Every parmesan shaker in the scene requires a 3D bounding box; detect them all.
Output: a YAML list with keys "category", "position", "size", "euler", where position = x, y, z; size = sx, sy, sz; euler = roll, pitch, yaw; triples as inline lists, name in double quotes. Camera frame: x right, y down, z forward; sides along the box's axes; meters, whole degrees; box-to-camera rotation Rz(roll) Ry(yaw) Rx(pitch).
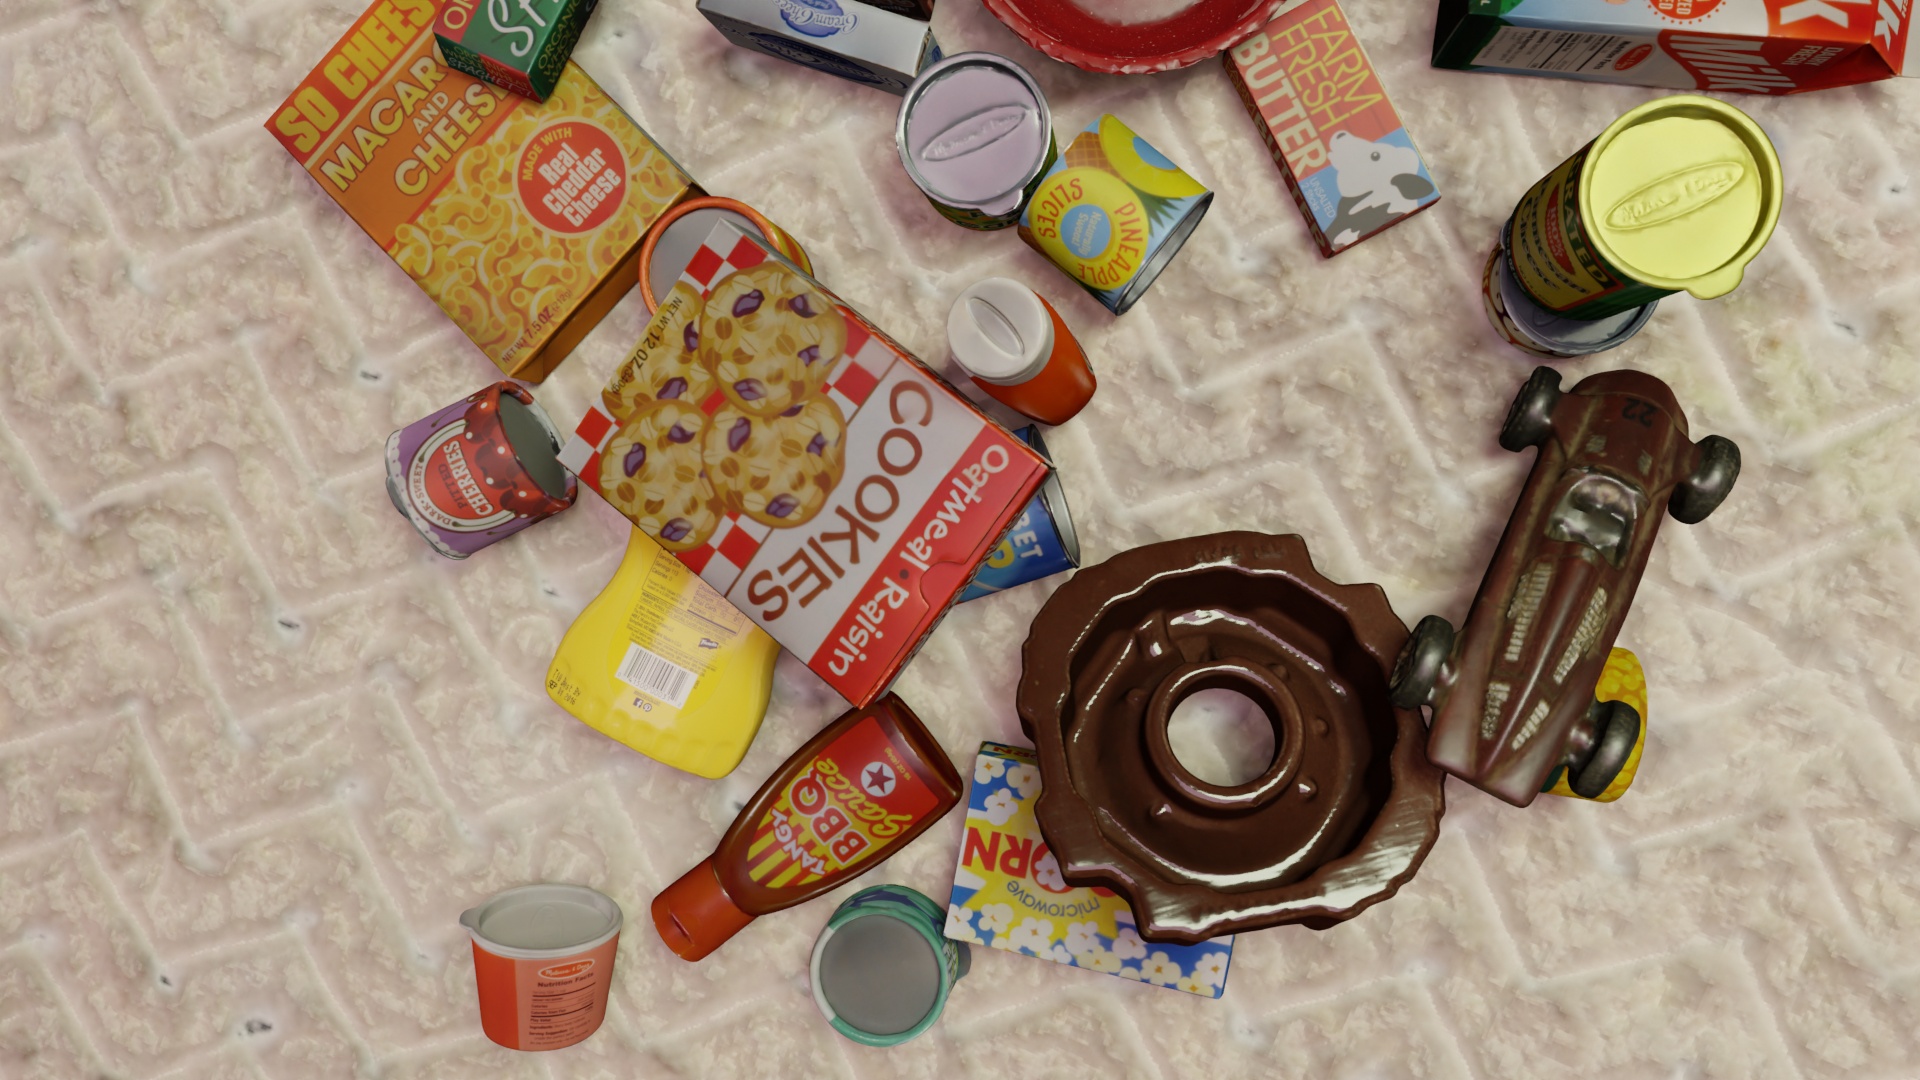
- category: "parmesan shaker"
  position: [0.252, -0.118, 0.523]
  size: [0.071, 0.103, 0.071]
  euler: [0, 92, 7]

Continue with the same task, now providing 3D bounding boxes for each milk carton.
- category: "milk carton"
  position: [0.300, -0.230, 0.565]
  size: [0.191, 0.073, 0.072]
  euler: [8, 92, 6]

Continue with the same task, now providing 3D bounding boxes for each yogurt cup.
- category: "yogurt cup"
  position: [-0.191, 0.197, 0.641]
  size: [0.072, 0.072, 0.053]
  euler: [6, 101, 7]

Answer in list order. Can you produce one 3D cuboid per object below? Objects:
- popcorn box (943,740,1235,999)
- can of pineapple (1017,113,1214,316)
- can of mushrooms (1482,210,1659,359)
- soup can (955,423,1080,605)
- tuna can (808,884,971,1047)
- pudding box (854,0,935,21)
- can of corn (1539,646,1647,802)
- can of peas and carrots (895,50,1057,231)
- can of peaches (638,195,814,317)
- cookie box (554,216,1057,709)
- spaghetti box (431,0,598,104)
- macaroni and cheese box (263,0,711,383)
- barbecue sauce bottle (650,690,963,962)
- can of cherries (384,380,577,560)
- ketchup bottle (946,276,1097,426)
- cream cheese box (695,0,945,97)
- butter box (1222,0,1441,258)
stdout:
- category: "popcorn box"
  position: [0.062, 0.145, 0.620]
  size: [0.127, 0.038, 0.085]
  euler: [11, 92, 7]
- category: "can of pineapple"
  position: [0.066, -0.139, 0.598]
  size: [0.058, 0.071, 0.071]
  euler: [39, 96, 5]
- category: "can of mushrooms"
  position: [0.258, -0.113, 0.593]
  size: [0.071, 0.033, 0.071]
  euler: [0, 92, 7]
- category: "soup can"
  position: [0.002, -0.008, 0.606]
  size: [0.084, 0.071, 0.071]
  euler: [-18, 89, 10]
- category: "tuna can"
  position: [-0.032, 0.194, 0.636]
  size: [0.071, 0.033, 0.071]
  euler: [0, 92, 8]
- category: "pudding box"
  position: [-0.053, -0.259, 0.619]
  size: [0.084, 0.050, 0.030]
  euler: [12, 95, 7]
- category: "can of corn"
  position: [0.245, 0.074, 0.580]
  size: [0.058, 0.071, 0.071]
  euler: [9, 93, 6]
- category: "can of peas and carrots"
  position: [0.010, -0.171, 0.609]
  size: [0.071, 0.059, 0.071]
  euler: [0, 92, 7]
- category: "can of peaches"
  position: [-0.105, -0.119, 0.625]
  size: [0.071, 0.058, 0.071]
  euler: [0, 92, 7]
- category: "cookie box"
  position: [-0.064, -0.031, 0.564]
  size: [0.167, 0.040, 0.122]
  euler: [38, 99, 10]
- category: "spaghetti box"
  position: [-0.154, -0.315, 0.618]
  size: [0.050, 0.028, 0.250]
  euler: [25, 83, 3]
- category: "macaroni and cheese box"
  position: [-0.219, -0.175, 0.646]
  size: [0.166, 0.040, 0.123]
  euler: [45, 95, 4]
- category: "barbecue sauce bottle"
  position: [-0.074, 0.135, 0.634]
  size: [0.148, 0.044, 0.065]
  euler: [-38, 88, 7]
- category: "can of cherries"
  position: [-0.218, -0.032, 0.634]
  size: [0.058, 0.071, 0.071]
  euler: [-24, 89, 7]
- category: "ketchup bottle"
  position: [0.023, -0.078, 0.564]
  size: [0.043, 0.149, 0.065]
  euler: [-44, 86, 8]
- category: "cream cheese box"
  position: [-0.060, -0.226, 0.619]
  size: [0.104, 0.053, 0.024]
  euler: [19, 96, 6]
- category: "butter box"
  position: [0.161, -0.181, 0.608]
  size: [0.053, 0.024, 0.103]
  euler: [-28, 88, 6]
